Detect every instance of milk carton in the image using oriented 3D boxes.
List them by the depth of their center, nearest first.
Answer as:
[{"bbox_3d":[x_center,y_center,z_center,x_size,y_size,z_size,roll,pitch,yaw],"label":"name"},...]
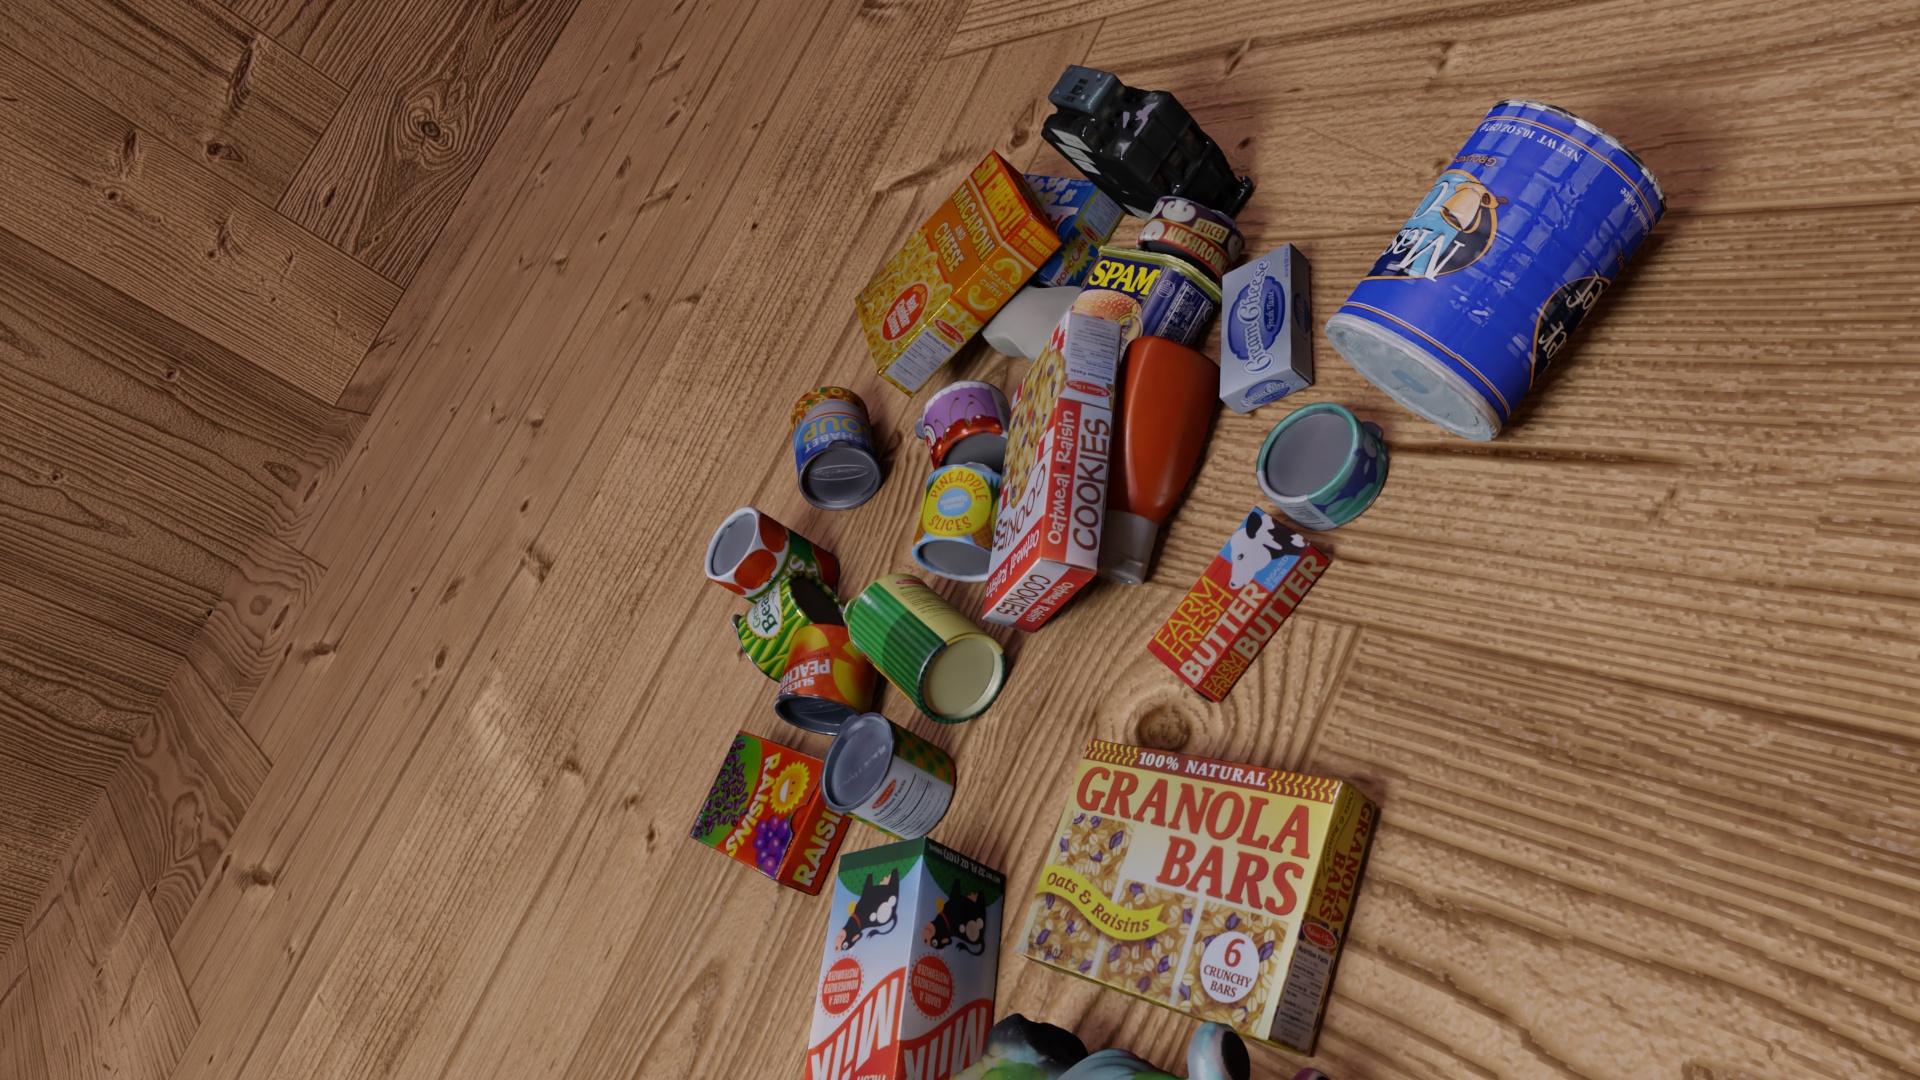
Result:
[{"bbox_3d":[-0.033,0.269,0.765,0.073,0.072,0.191,-22,47,38],"label":"milk carton"}]

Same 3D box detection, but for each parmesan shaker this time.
[{"bbox_3d":[-0.026,0.070,0.916,0.071,0.071,0.103,-55,36,1],"label":"parmesan shaker"}]

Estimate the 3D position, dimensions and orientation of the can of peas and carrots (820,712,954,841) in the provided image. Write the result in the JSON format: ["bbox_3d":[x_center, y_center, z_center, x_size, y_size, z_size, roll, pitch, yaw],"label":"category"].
[{"bbox_3d":[-0.047,0.150,0.888,0.070,0.058,0.071,-30,42,32],"label":"can of peas and carrots"}]

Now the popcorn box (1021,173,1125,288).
[{"bbox_3d":[0.061,-0.241,1.091,0.085,0.038,0.127,-57,35,-4],"label":"popcorn box"}]

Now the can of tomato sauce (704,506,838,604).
[{"bbox_3d":[-0.147,0.021,1.086,0.071,0.083,0.071,-30,43,32],"label":"can of tomato sauce"}]

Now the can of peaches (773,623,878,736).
[{"bbox_3d":[-0.094,0.097,0.975,0.071,0.071,0.058,-18,49,41],"label":"can of peaches"}]

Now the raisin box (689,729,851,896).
[{"bbox_3d":[-0.129,0.188,0.971,0.123,0.040,0.086,8,68,51],"label":"raisin box"}]

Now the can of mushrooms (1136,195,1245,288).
[{"bbox_3d":[0.153,-0.197,0.923,0.071,0.071,0.033,22,81,54],"label":"can of mushrooms"}]

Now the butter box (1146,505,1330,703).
[{"bbox_3d":[0.154,0.036,0.775,0.103,0.024,0.053,-53,35,4],"label":"butter box"}]

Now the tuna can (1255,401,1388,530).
[{"bbox_3d":[0.202,-0.044,0.775,0.071,0.033,0.071,-29,43,33],"label":"tuna can"}]

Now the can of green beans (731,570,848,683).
[{"bbox_3d":[-0.124,0.065,1.039,0.057,0.071,0.071,-41,38,20],"label":"can of green beans"}]

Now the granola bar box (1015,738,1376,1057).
[{"bbox_3d":[0.115,0.172,0.699,0.165,0.039,0.124,1,64,50],"label":"granola bar box"}]

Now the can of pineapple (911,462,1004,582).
[{"bbox_3d":[0.003,-0.012,0.949,0.071,0.071,0.058,-15,53,43],"label":"can of pineapple"}]

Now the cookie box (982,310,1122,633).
[{"bbox_3d":[0.058,-0.040,0.874,0.122,0.040,0.168,126,155,-65],"label":"cookie box"}]

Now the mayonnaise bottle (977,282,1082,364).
[{"bbox_3d":[0.049,-0.165,1.043,0.065,0.041,0.148,-58,34,-3],"label":"mayonnaise bottle"}]

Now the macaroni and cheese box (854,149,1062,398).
[{"bbox_3d":[-0.005,-0.207,1.071,0.166,0.040,0.124,-43,36,19],"label":"macaroni and cheese box"}]

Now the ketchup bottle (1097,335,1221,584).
[{"bbox_3d":[0.115,-0.048,0.858,0.043,0.065,0.149,-3,68,63],"label":"ketchup bottle"}]

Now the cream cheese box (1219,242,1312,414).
[{"bbox_3d":[0.190,-0.132,0.867,0.053,0.024,0.104,-23,46,39],"label":"cream cheese box"}]

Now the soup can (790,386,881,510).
[{"bbox_3d":[-0.102,-0.078,1.123,0.071,0.071,0.084,-40,38,21],"label":"soup can"}]

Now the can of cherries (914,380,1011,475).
[{"bbox_3d":[0.007,-0.070,0.993,0.071,0.071,0.059,-40,40,22],"label":"can of cherries"}]
